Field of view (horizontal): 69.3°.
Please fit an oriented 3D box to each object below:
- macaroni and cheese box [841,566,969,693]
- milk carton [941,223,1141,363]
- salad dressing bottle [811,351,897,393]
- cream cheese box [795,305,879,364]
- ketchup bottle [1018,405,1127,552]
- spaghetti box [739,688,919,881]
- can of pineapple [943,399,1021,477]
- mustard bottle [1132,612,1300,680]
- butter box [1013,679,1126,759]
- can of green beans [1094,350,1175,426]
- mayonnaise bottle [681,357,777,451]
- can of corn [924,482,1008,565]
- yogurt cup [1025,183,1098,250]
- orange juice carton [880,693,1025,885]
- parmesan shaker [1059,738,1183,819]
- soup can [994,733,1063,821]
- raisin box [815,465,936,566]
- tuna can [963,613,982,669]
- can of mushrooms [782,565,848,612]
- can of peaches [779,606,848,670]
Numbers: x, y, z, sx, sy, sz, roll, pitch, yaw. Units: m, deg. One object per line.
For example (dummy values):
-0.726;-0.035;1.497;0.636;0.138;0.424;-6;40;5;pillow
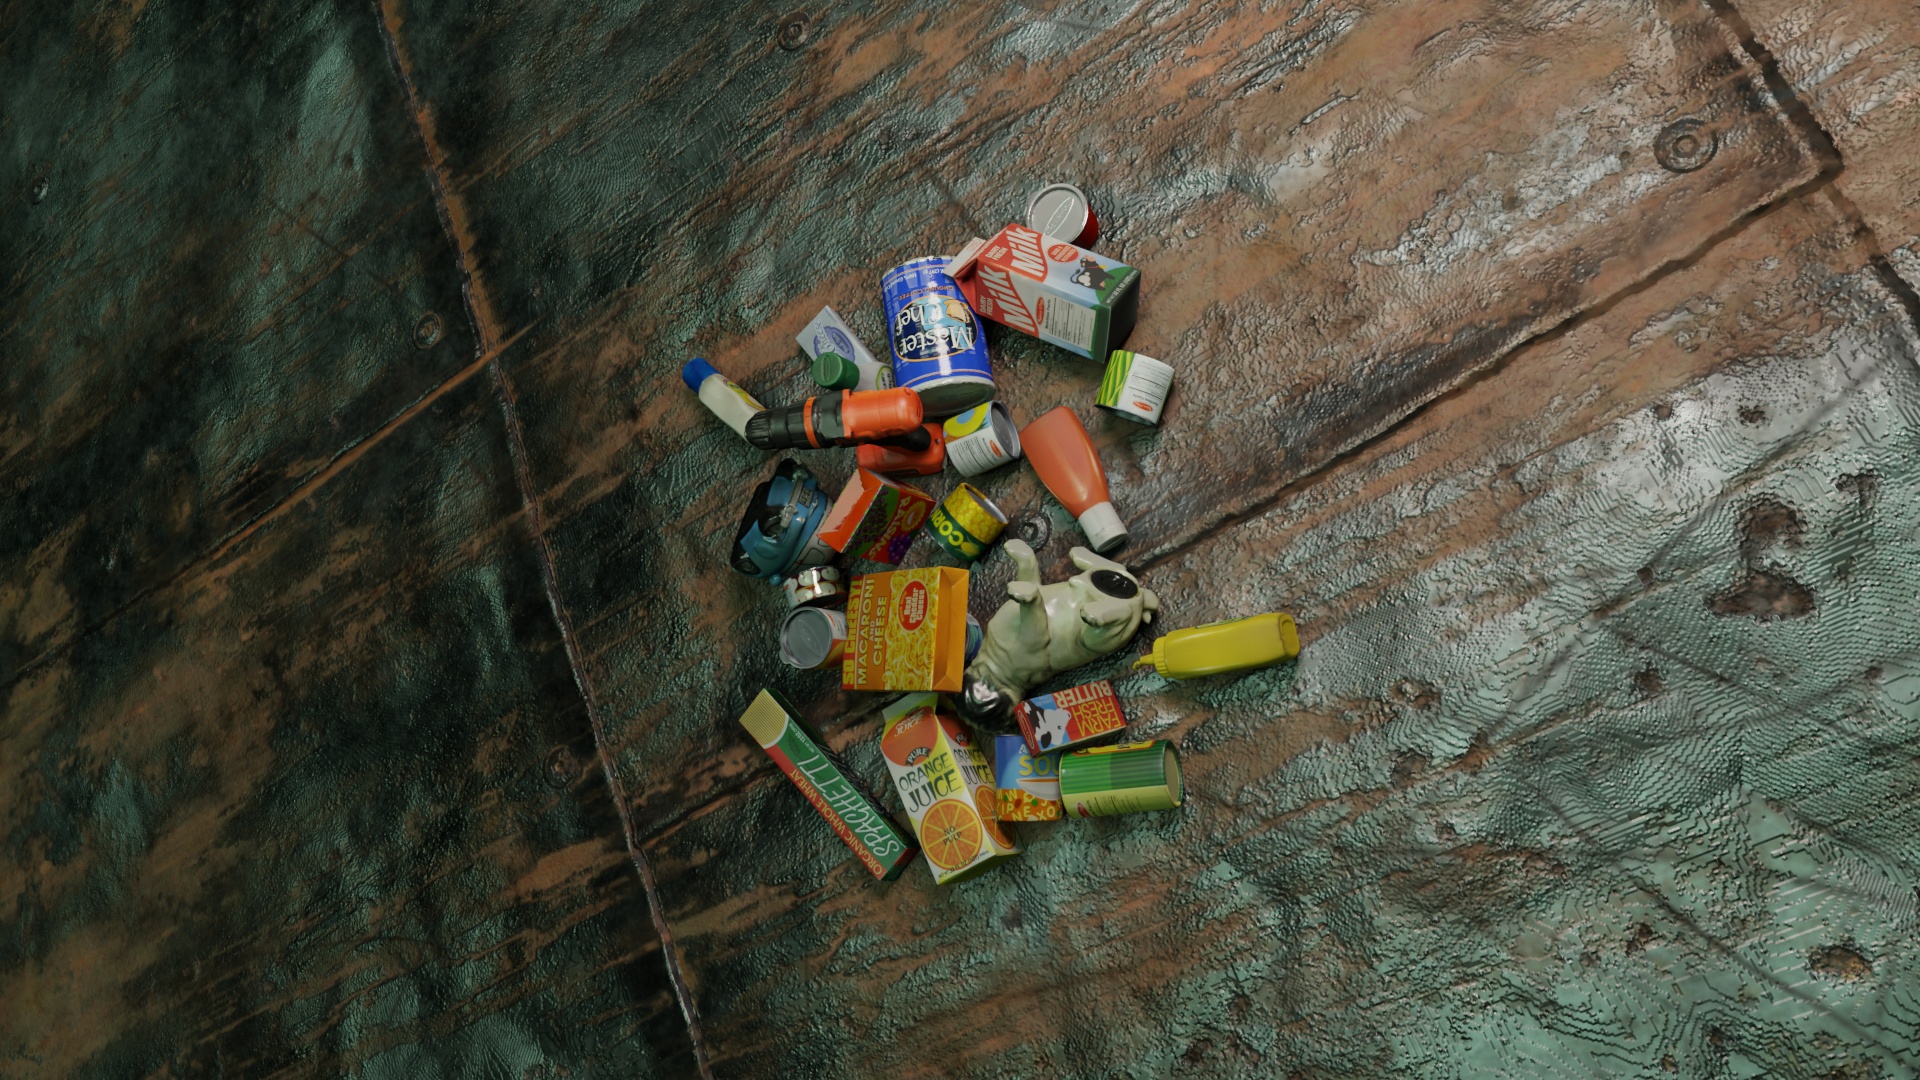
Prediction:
-0.059;0.093;1.417;0.166;0.040;0.124;-8;75;53;macaroni and cheese box
0.079;-0.257;1.399;0.191;0.073;0.073;24;52;19;milk carton
-0.103;-0.163;1.459;0.044;0.147;0.064;-5;81;26;salad dressing bottle
-0.135;-0.209;1.552;0.053;0.024;0.104;-46;66;14;cream cheese box
0.117;-0.059;1.394;0.064;0.043;0.149;-34;69;18;ketchup bottle
-0.142;0.257;1.480;0.250;0.028;0.050;43;102;25;spaghetti box
0.023;-0.105;1.436;0.058;0.071;0.071;-21;73;22;can of pineapple
0.233;0.102;1.302;0.160;0.065;0.049;-13;81;28;mustard bottle
0.106;0.171;1.336;0.024;0.104;0.053;-48;58;54;butter box
0.172;-0.150;1.368;0.071;0.071;0.058;19;90;27;can of green beans
-0.262;-0.157;1.587;0.148;0.065;0.041;40;102;29;mayonnaise bottle
0.005;-0.018;1.427;0.058;0.071;0.071;-47;66;12;can of corn
0.108;-0.327;1.434;0.072;0.054;0.072;-4;81;26;yogurt cup
-0.016;0.241;1.396;0.071;0.073;0.193;-32;69;19;orange juice carton
0.154;0.227;1.320;0.103;0.071;0.071;-11;78;22;parmesan shaker
0.069;0.231;1.358;0.071;0.071;0.084;-5;80;26;soup can
-0.086;-0.023;1.443;0.040;0.123;0.086;34;98;26;raisin box
-0.013;0.105;1.438;0.071;0.033;0.071;-4;80;26;tuna can
-0.153;0.053;1.498;0.071;0.071;0.033;-23;73;21;can of mushrooms
-0.153;0.107;1.493;0.071;0.058;0.071;-4;81;26;can of peaches
